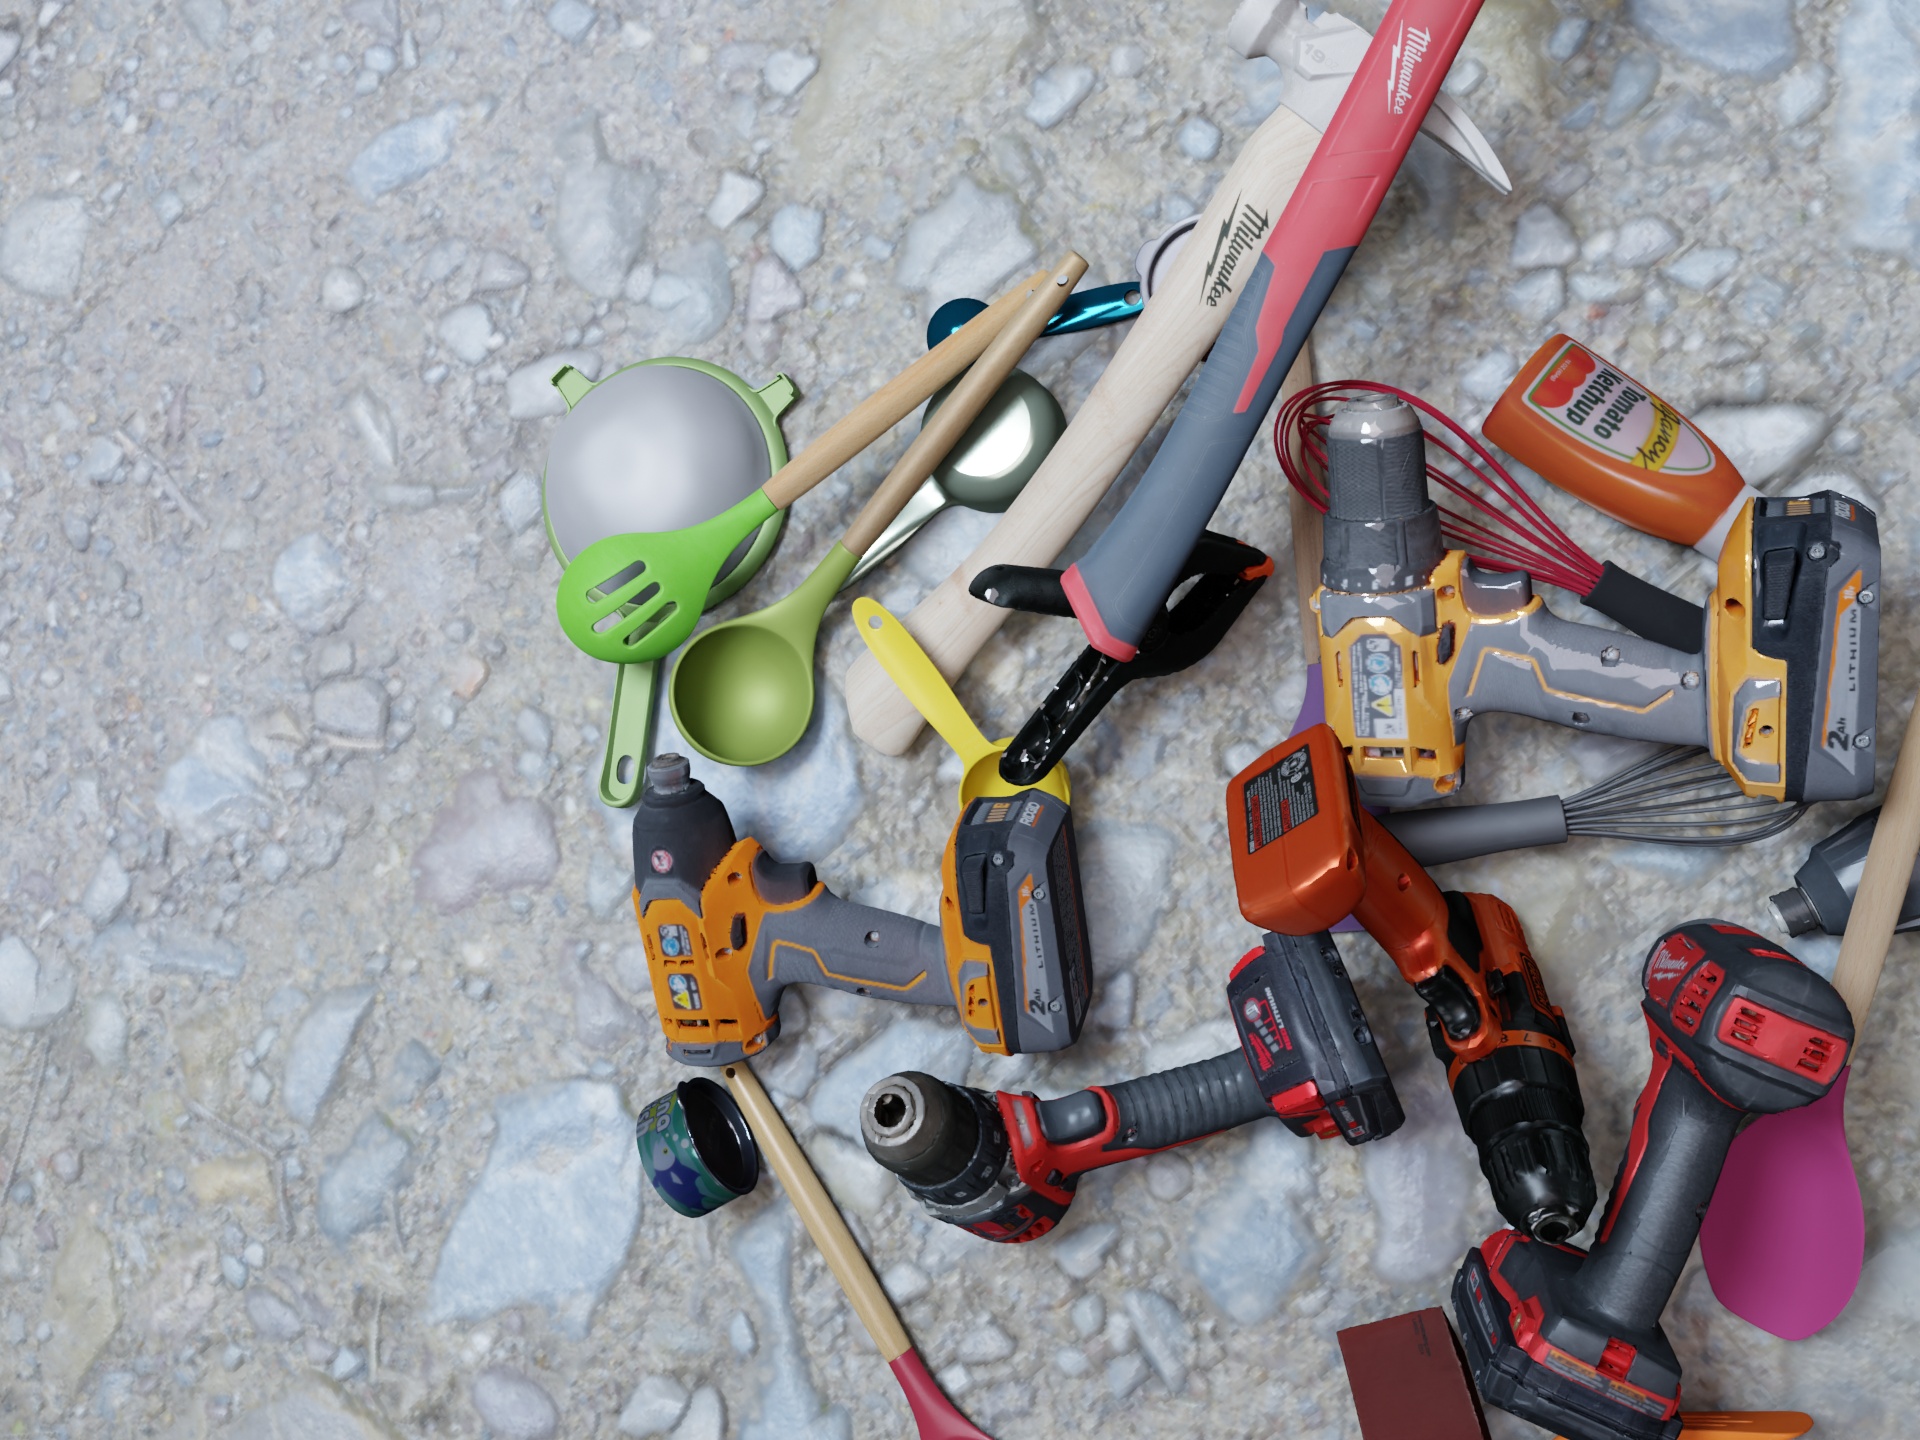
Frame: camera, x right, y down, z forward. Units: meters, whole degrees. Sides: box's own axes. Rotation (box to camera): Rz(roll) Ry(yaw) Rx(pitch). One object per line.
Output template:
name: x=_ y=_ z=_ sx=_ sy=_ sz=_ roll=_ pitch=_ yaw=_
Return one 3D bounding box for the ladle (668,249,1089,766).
ladle: x=-0.040 y=-0.104 z=0.808 sx=0.078 sy=0.062 sz=0.320 roll=36 pitch=108 yaw=-14

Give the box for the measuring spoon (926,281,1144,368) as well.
measuring spoon: x=0.041 y=-0.214 z=0.839 sx=0.128 sy=0.021 sz=0.042 roll=-9 pitch=84 yaw=16

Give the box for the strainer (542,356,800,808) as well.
strainer: x=-0.181 y=-0.081 z=0.866 sx=0.151 sy=0.069 sz=0.256 roll=6 pitch=86 yaw=15

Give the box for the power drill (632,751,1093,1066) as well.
power drill: x=-0.057 y=0.090 z=0.794 sx=0.226 sy=0.084 sz=0.164 roll=-4 pitch=109 yaw=16

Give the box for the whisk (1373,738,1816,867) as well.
whisk: x=0.278 y=0.043 z=0.741 sx=0.239 sy=0.055 sz=0.055 roll=-10 pitch=83 yaw=15

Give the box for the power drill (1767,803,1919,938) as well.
power drill: x=0.472 y=0.126 z=0.673 sx=0.171 sy=0.080 sz=0.223 roll=-28 pitch=76 yaw=17

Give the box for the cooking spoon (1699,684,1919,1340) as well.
cooking spoon: x=0.380 y=0.121 z=0.680 sx=0.069 sy=0.017 sz=0.318 roll=23 pitch=112 yaw=45

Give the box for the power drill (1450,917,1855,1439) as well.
power drill: x=0.296 y=0.190 z=0.687 sx=0.078 sy=0.143 sz=0.219 roll=23 pitch=99 yaw=7

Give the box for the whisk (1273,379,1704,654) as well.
whisk: x=0.280 y=-0.075 z=0.745 sx=0.296 sy=0.073 sz=0.073 roll=31 pitch=94 yaw=7

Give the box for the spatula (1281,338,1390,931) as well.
spatula: x=0.176 y=-0.053 z=0.793 sx=0.060 sy=0.018 sz=0.316 roll=-4 pitch=86 yaw=10

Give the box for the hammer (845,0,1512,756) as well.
hammer: x=0.080 y=-0.138 z=0.774 sx=0.146 sy=0.038 sz=0.410 roll=38 pitch=110 yaw=4

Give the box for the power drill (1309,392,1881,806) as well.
power drill: x=0.262 y=-0.053 z=0.681 sx=0.226 sy=0.084 sz=0.185 roll=1 pitch=111 yaw=28

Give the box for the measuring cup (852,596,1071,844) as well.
measuring cup: x=-0.001 y=-0.003 z=0.809 sx=0.062 sy=0.029 sz=0.156 roll=-36 pitch=97 yaw=19

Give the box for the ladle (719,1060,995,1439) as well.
ladle: x=-0.046 y=0.306 z=0.825 sx=0.069 sy=0.031 sz=0.315 roll=-35 pitch=76 yaw=8

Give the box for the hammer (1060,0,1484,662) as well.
hammer: x=0.163 y=-0.195 z=0.683 sx=0.143 sy=0.038 sz=0.386 roll=27 pitch=98 yaw=2

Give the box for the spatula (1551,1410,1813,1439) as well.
spatula: x=0.232 y=0.377 z=0.733 sx=0.322 sy=0.081 sz=0.041 roll=-36 pitch=61 yaw=15

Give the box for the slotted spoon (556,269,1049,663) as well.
slotted spoon: x=-0.079 y=-0.132 z=0.818 sx=0.314 sy=0.031 sz=0.070 roll=-37 pitch=110 yaw=4

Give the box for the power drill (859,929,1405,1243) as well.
power drill: x=0.074 y=0.170 z=0.722 sx=0.226 sy=0.187 sz=0.080 roll=-22 pitch=59 yaw=10

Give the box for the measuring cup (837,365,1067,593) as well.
measuring cup: x=-0.019 y=-0.122 z=0.840 sx=0.167 sy=0.038 sz=0.083 roll=-39 pitch=77 yaw=7
